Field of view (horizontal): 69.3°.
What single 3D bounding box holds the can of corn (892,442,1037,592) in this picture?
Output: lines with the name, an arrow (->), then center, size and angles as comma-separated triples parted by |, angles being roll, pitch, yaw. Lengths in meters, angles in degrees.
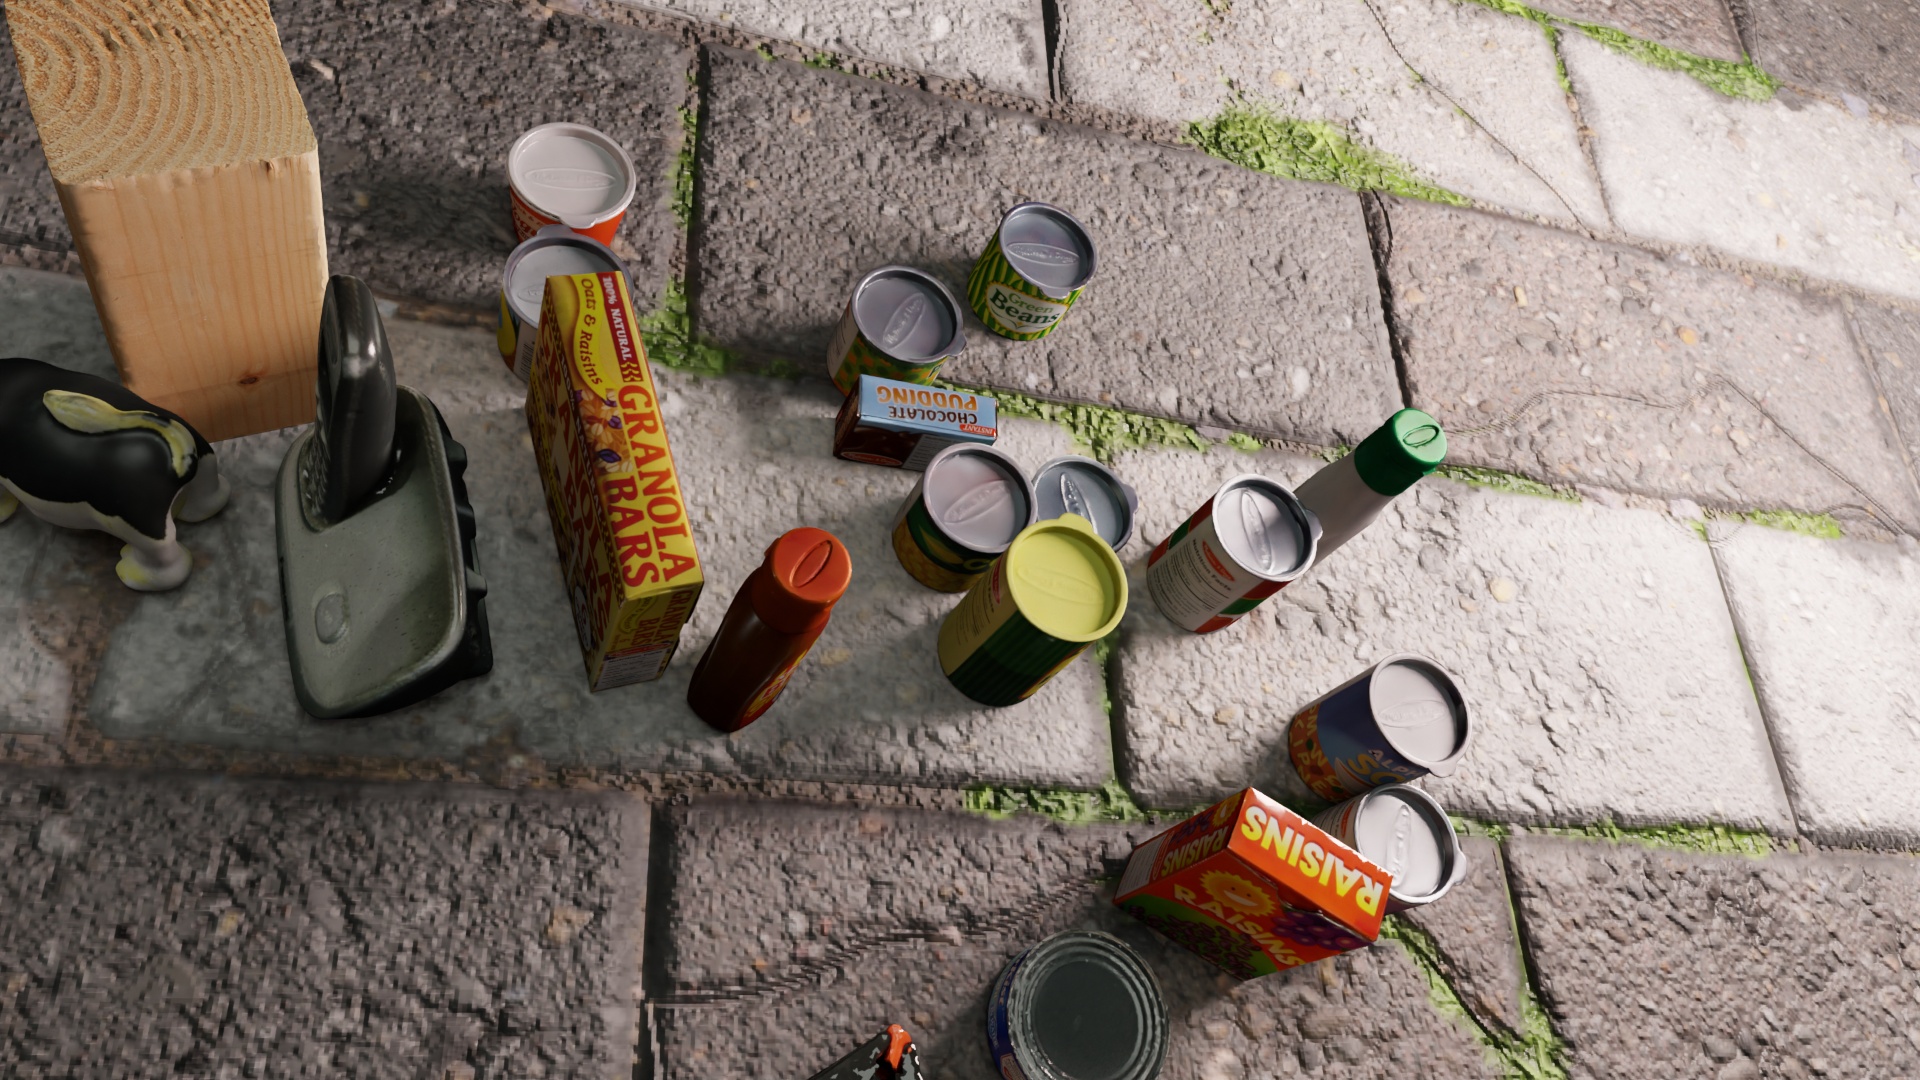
can of corn -> 0.003, -0.010, 0.768 | 0.071, 0.058, 0.071 | 9, 62, -18

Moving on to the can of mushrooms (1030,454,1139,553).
can of mushrooms -> 0.067, -0.014, 0.811 | 0.071, 0.033, 0.071 | 9, 62, -18

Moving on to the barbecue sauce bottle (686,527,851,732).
barbecue sauce bottle -> -0.089, 0.040, 0.652 | 0.043, 0.148, 0.065 | 38, 57, -1

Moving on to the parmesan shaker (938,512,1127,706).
parmesan shaker -> 0.036, 0.038, 0.731 | 0.071, 0.102, 0.071 | 9, 62, -18

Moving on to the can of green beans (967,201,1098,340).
can of green beans -> 0.044, -0.167, 0.865 | 0.071, 0.057, 0.071 | 9, 62, -18

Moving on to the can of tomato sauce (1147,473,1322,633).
can of tomato sauce -> 0.157, 0.009, 0.806 | 0.071, 0.082, 0.071 | 9, 62, -18

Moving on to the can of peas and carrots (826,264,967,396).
can of peas and carrots -> -0.037, -0.115, 0.806 | 0.071, 0.058, 0.071 | 9, 62, -18

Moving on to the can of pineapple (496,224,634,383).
can of pineapple -> -0.211, -0.122, 0.740 | 0.071, 0.057, 0.071 | 9, 62, -18

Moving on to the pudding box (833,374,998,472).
pudding box -> -0.026, -0.064, 0.790 | 0.084, 0.049, 0.030 | 8, 62, -18

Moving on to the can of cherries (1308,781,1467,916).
can of cherries -> 0.232, 0.175, 0.767 | 0.071, 0.058, 0.072 | 9, 62, -18

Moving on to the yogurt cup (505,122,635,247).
yogurt cup -> -0.219, -0.190, 0.773 | 0.072, 0.053, 0.072 | 9, 62, -18

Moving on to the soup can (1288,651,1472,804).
soup can -> 0.236, 0.111, 0.786 | 0.071, 0.083, 0.071 | 9, 62, -18

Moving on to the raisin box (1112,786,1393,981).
raisin box -> 0.142, 0.174, 0.692 | 0.086, 0.122, 0.040 | 33, 57, -4

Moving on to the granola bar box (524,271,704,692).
granola bar box -> -0.170, -0.026, 0.668 | 0.039, 0.123, 0.166 | -9, 68, -26

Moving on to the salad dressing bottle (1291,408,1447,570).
salad dressing bottle -> 0.225, -0.026, 0.814 | 0.064, 0.147, 0.044 | -19, 73, -29
